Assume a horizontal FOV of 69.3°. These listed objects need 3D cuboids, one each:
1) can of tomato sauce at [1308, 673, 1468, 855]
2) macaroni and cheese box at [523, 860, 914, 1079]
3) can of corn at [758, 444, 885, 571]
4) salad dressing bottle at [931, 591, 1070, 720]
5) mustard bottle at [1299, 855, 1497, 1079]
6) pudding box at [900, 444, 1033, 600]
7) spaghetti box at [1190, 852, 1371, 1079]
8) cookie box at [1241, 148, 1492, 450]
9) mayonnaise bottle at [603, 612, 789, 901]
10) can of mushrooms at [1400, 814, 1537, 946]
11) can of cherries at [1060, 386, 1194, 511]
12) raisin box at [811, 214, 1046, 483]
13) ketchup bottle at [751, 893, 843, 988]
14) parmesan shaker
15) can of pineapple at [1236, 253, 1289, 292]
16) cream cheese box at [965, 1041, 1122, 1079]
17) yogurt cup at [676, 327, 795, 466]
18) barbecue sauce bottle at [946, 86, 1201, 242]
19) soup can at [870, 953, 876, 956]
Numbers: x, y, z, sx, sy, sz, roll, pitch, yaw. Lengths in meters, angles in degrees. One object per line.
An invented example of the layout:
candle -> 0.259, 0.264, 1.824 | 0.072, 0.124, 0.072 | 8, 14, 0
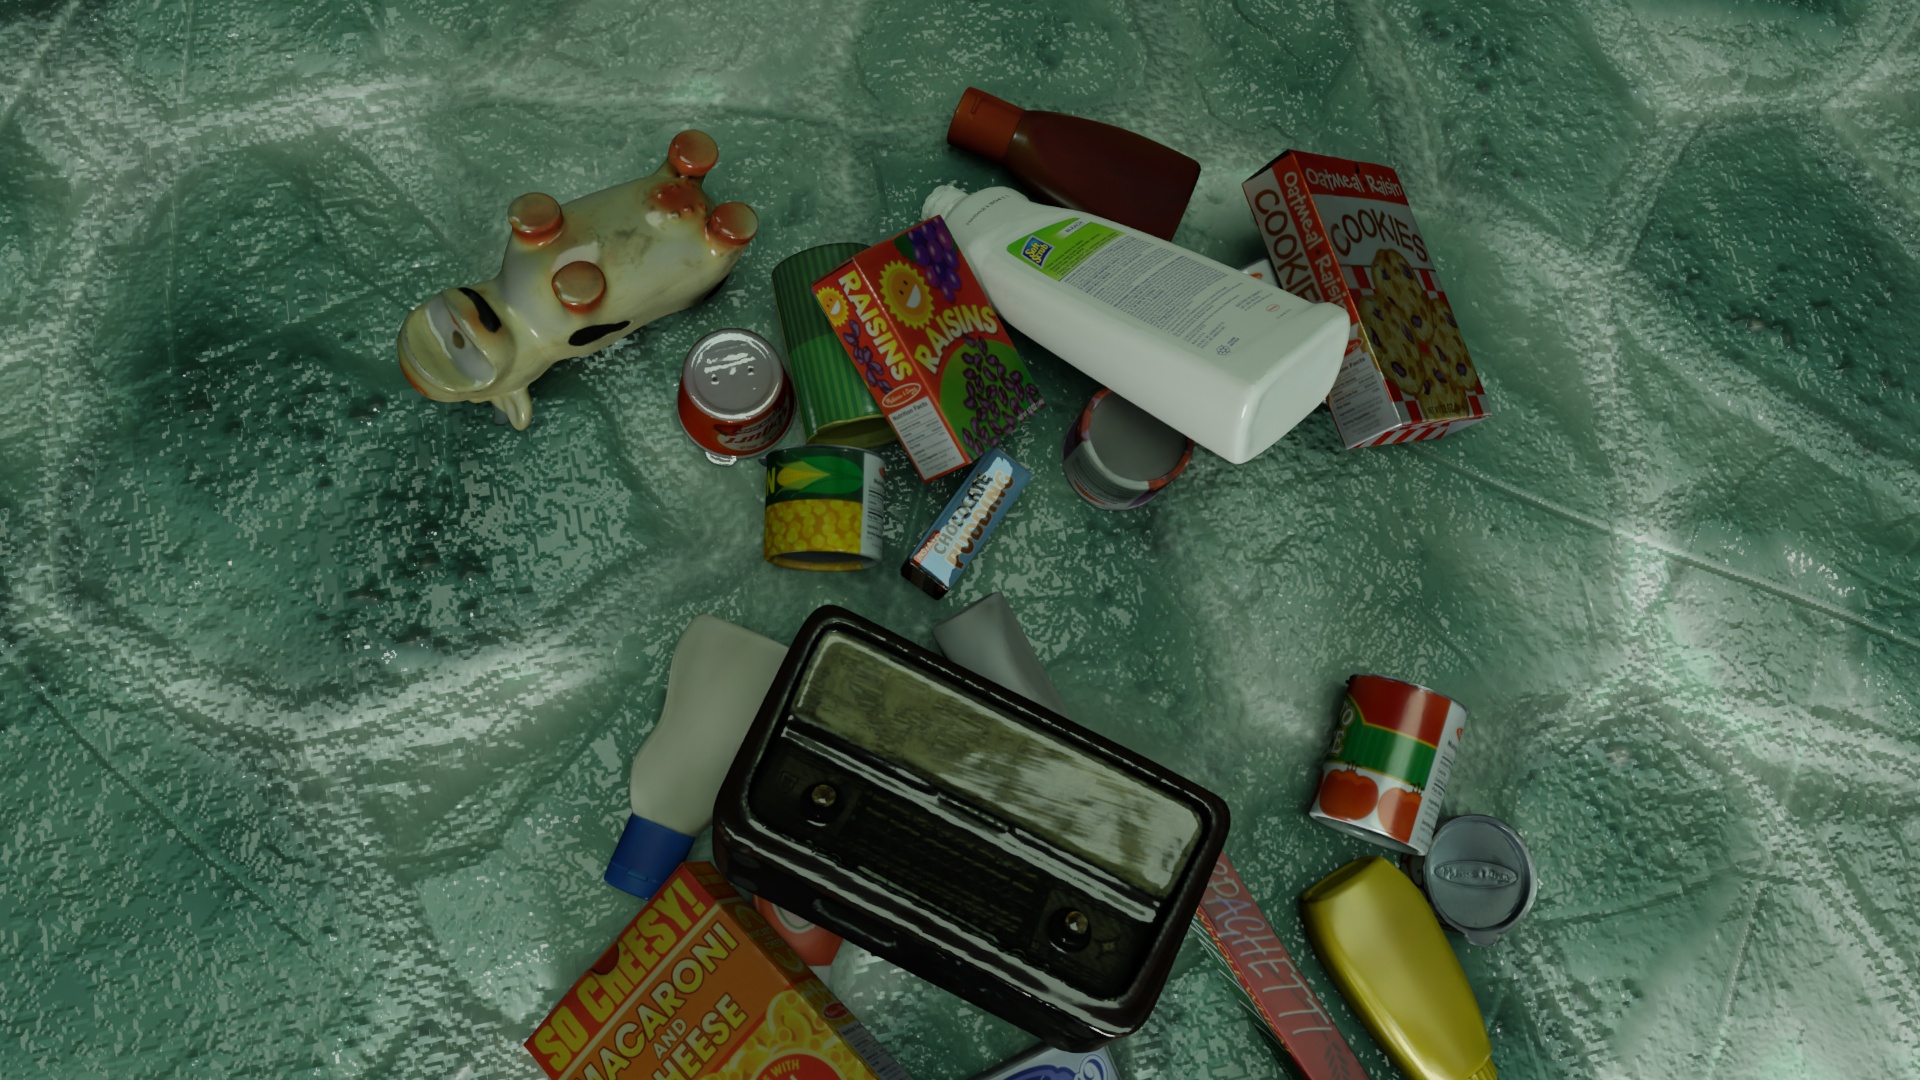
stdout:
can of tomato sauce -> 0.236, 0.124, 0.772 | 0.071, 0.071, 0.083 | 22, 77, -2
macaroni and cheese box -> -0.116, 0.260, 0.679 | 0.167, 0.040, 0.123 | 42, 91, 18
can of corn -> -0.077, -0.017, 0.764 | 0.071, 0.071, 0.058 | 2, 79, -6
salad dressing bottle -> 0.038, 0.102, 0.757 | 0.044, 0.064, 0.147 | -29, 90, 8
mustard bottle -> 0.247, 0.253, 0.754 | 0.065, 0.048, 0.160 | -28, 83, -10
pudding box -> 0.003, -0.010, 0.780 | 0.030, 0.049, 0.084 | 36, 77, 0
spaghetti box -> 0.164, 0.236, 0.747 | 0.029, 0.050, 0.250 | -32, 83, -13
cookie box -> 0.239, -0.140, 0.808 | 0.123, 0.040, 0.167 | -9, 76, -46
mayonnaise bottle -> -0.143, 0.117, 0.741 | 0.065, 0.041, 0.148 | 23, 78, 0
can of mushrooms -> 0.284, 0.190, 0.780 | 0.071, 0.033, 0.071 | 2, 78, -7
can of cherries -> 0.097, -0.057, 0.796 | 0.071, 0.058, 0.071 | 1, 79, -6
raisin box -> -0.016, -0.105, 0.753 | 0.086, 0.040, 0.123 | -40, 103, -46
ketchup bottle -> -0.082, 0.183, 0.732 | 0.065, 0.043, 0.149 | 5, 78, 1
parmesan shaker -> -0.066, -0.108, 0.781 | 0.071, 0.071, 0.103 | -12, 80, -9
can of pineapple -> 0.169, -0.127, 0.815 | 0.071, 0.071, 0.058 | -26, 89, -11
cream cheese box -> 0.035, 0.300, 0.731 | 0.104, 0.024, 0.053 | -22, 82, -11
yogurt cup -> -0.126, -0.085, 0.778 | 0.072, 0.054, 0.072 | 1, 77, -7
barbecue sauce bottle -> 0.066, -0.227, 0.837 | 0.148, 0.043, 0.065 | 24, 76, -1
soup can -> -0.004, 0.187, 0.731 | 0.084, 0.071, 0.071 | 4, 78, -7
